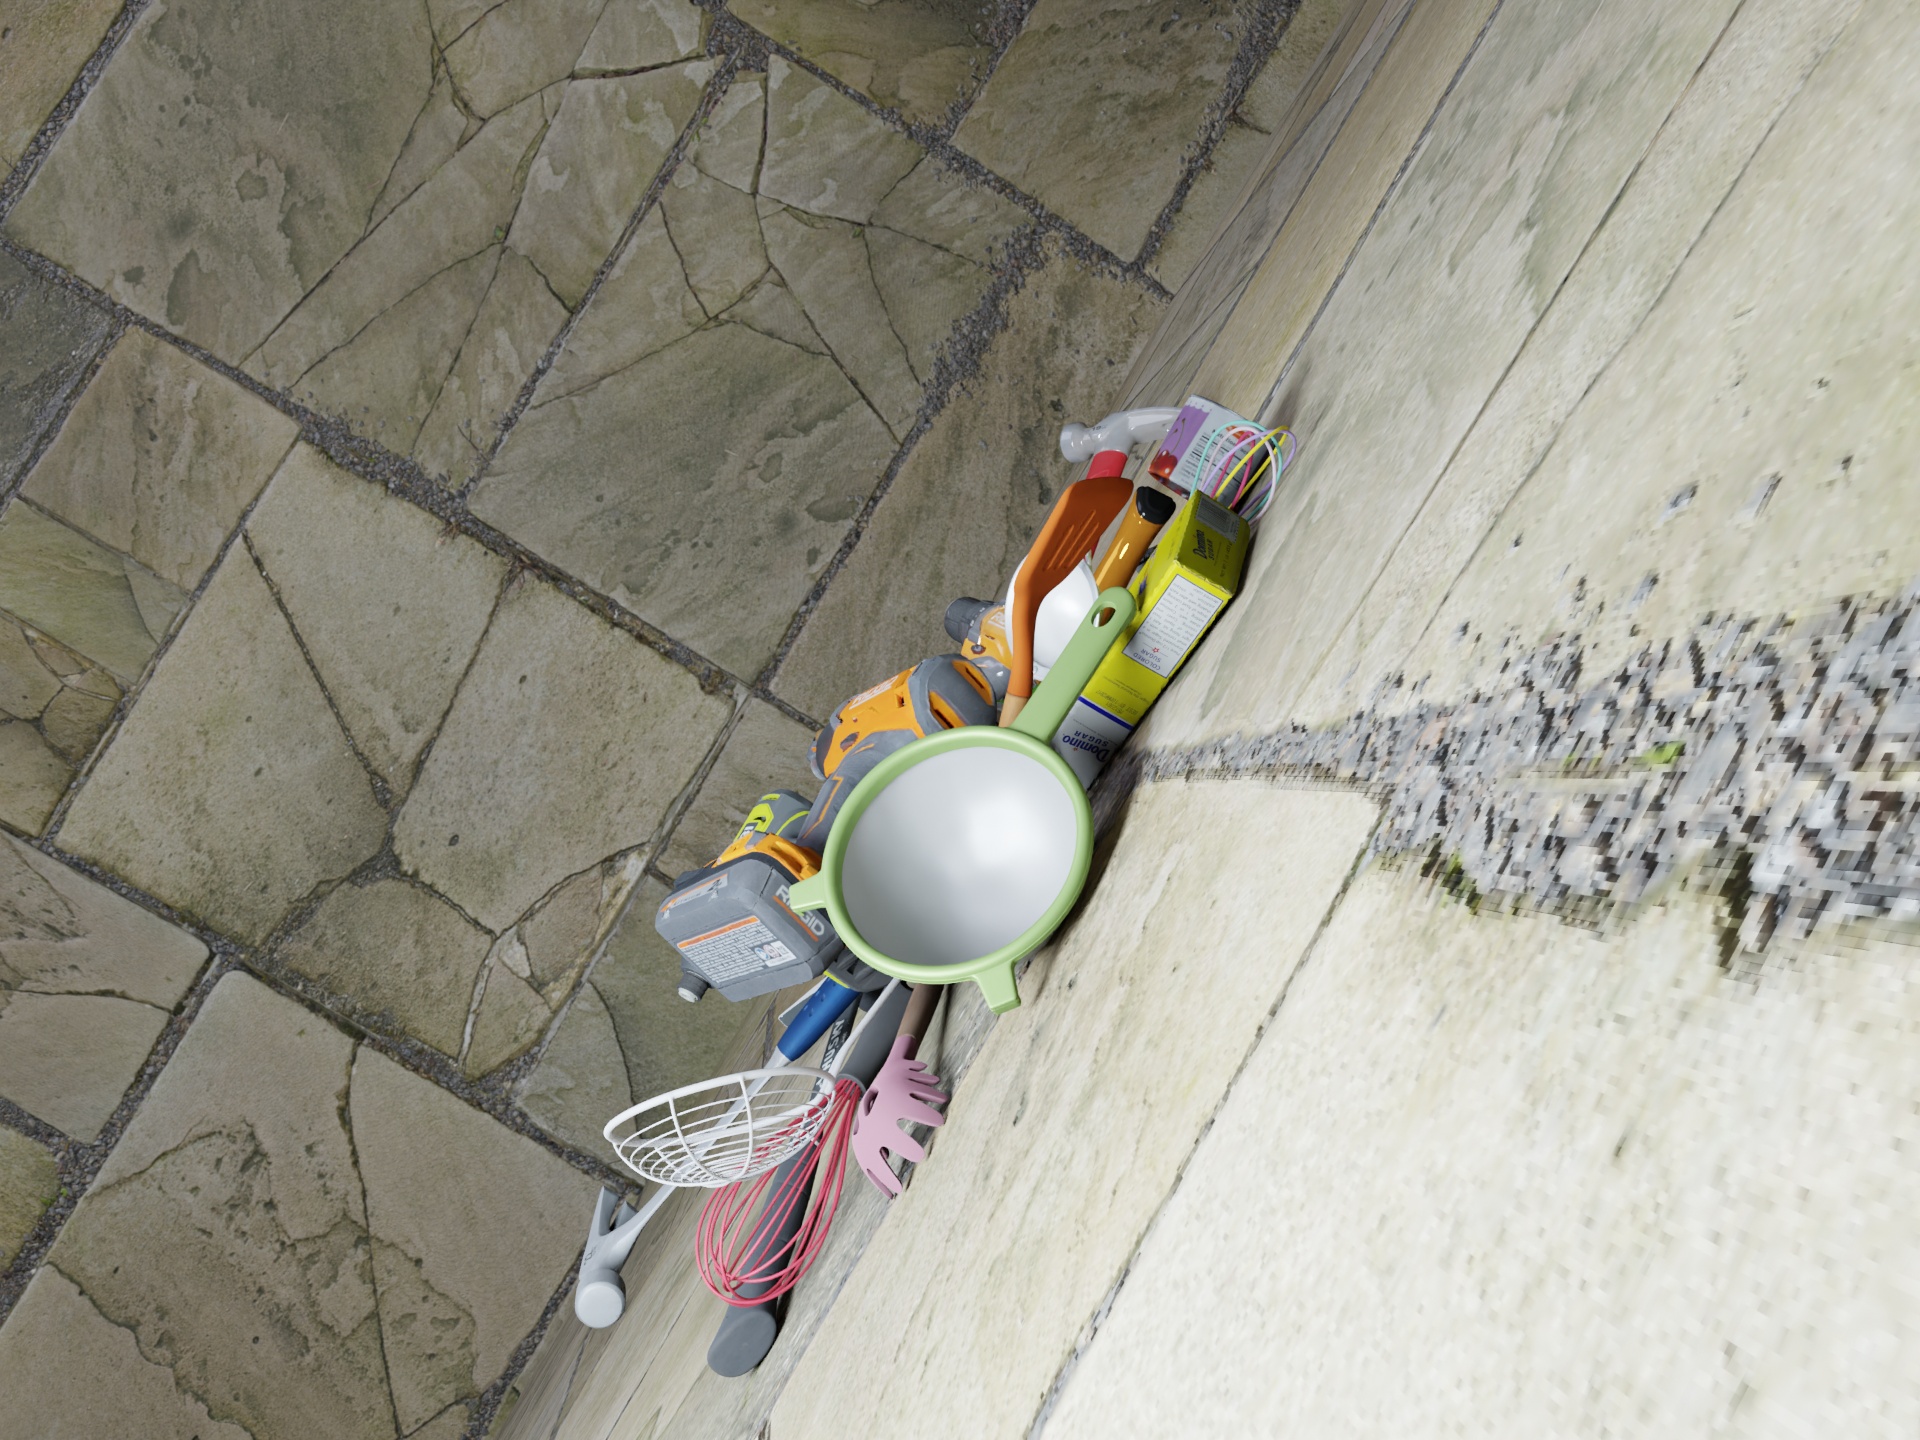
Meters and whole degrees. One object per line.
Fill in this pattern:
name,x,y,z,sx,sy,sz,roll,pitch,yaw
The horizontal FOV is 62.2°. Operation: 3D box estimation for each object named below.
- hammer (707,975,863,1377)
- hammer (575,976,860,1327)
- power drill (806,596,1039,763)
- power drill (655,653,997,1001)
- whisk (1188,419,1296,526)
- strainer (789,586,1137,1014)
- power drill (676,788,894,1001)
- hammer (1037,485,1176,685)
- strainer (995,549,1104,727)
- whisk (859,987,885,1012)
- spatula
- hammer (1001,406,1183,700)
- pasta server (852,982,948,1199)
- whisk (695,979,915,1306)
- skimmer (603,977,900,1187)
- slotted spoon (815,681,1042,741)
hammer,-0.107,0.282,1.104,0.149,0.036,0.409,-40,15,23
hammer,-0.133,0.243,1.140,0.405,0.035,0.144,-49,13,0
power drill,-0.019,-0.016,1.329,0.226,0.084,0.185,-43,31,-10
power drill,-0.085,0.062,0.978,0.164,0.084,0.226,-25,23,50
whisk,0.142,-0.105,1.020,0.244,0.051,0.047,121,172,-51
strainer,0.033,0.041,0.873,0.256,0.152,0.069,-56,-35,-20
power drill,-0.111,0.126,1.127,0.223,0.080,0.171,-10,44,53
hammer,0.068,-0.021,1.193,0.337,0.034,0.127,-62,4,11
strainer,0.033,-0.010,1.008,0.087,0.050,0.258,46,116,42
whisk,-0.090,0.216,1.411,0.070,0.070,0.284,-59,9,-2
spatula,0.038,0.010,0.944,0.081,0.041,0.322,-13,-62,-57
hammer,0.104,-0.118,1.409,0.143,0.038,0.386,-1,57,39
pasta server,-0.022,0.193,0.972,0.060,0.040,0.316,-58,0,13
whisk,-0.079,0.245,1.005,0.073,0.073,0.296,-56,-1,40
skimmer,-0.067,0.147,0.970,0.363,0.090,0.127,-48,2,-43
slotted spoon,-0.002,-0.004,1.178,0.314,0.031,0.070,-9,58,44
